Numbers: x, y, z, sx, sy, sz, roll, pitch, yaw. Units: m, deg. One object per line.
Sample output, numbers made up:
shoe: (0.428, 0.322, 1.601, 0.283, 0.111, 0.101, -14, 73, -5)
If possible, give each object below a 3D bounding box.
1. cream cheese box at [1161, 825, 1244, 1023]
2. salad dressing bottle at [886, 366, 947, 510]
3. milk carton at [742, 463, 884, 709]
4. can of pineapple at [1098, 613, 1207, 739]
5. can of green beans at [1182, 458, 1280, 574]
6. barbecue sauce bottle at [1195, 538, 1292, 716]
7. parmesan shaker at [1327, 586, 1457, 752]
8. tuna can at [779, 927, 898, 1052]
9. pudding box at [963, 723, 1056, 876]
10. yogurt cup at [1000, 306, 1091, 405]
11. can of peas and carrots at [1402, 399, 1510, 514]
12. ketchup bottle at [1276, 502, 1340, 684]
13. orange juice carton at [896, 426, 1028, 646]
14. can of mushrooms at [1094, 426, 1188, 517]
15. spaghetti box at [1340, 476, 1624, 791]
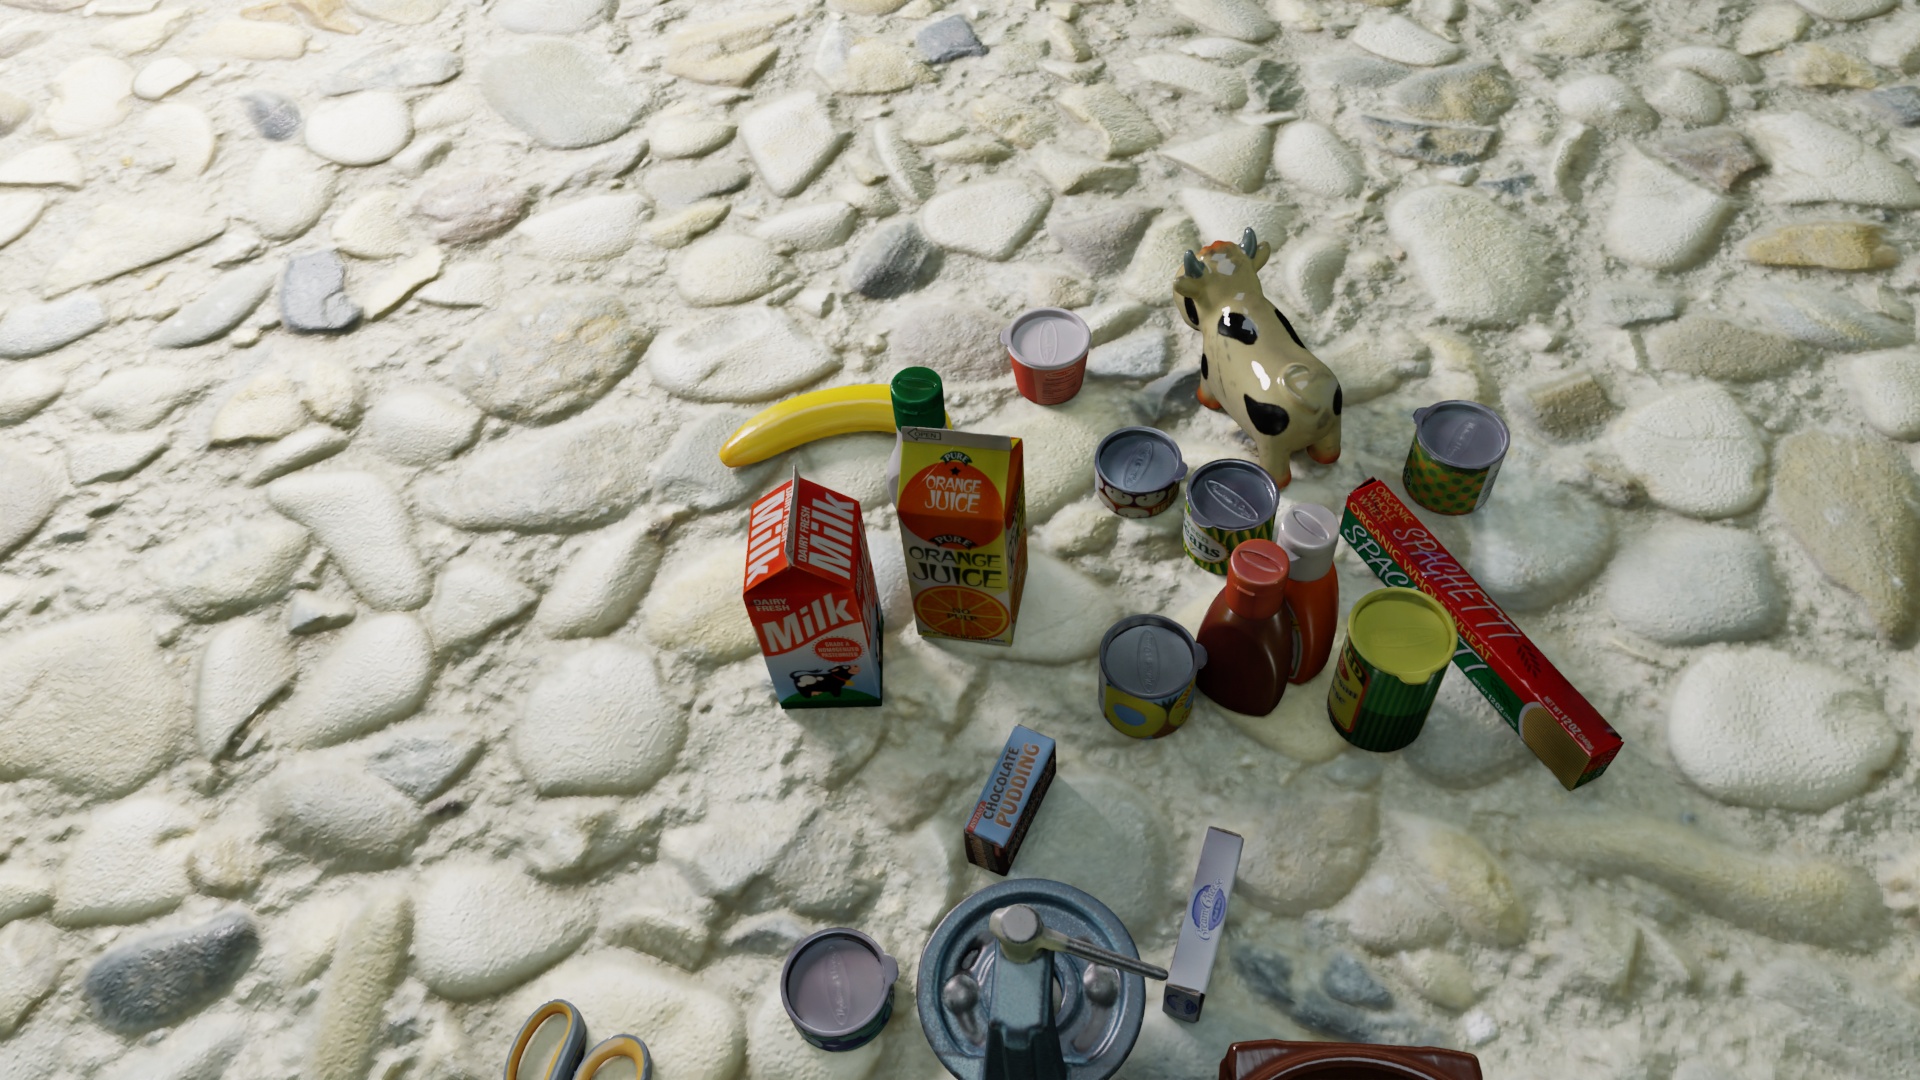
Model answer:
cream cheese box: (0.146, 0.231, 0.835, 0.024, 0.053, 0.104, 14, 56, 14)
salad dressing bottle: (-0.025, -0.064, 1.010, 0.064, 0.147, 0.044, 9, 55, 11)
milk carton: (-0.096, 0.035, 0.915, 0.073, 0.189, 0.073, -3, 53, 3)
can of pineapple: (0.128, 0.093, 0.937, 0.071, 0.057, 0.071, -2, 53, 3)
can of green beans: (0.196, -0.017, 1.014, 0.071, 0.057, 0.071, -2, 53, 3)
barbecue sauce bottle: (0.187, 0.057, 0.903, 0.065, 0.147, 0.044, 26, 59, 22)
parmesan shaker: (0.278, 0.088, 0.901, 0.071, 0.102, 0.071, -2, 53, 3)
tuna can: (-0.071, 0.270, 0.835, 0.071, 0.032, 0.071, -2, 53, 3)
pudding box: (0.033, 0.167, 0.894, 0.030, 0.049, 0.084, 19, 57, 18)
yogurt cup: (0.072, -0.147, 1.124, 0.072, 0.053, 0.073, -2, 53, 3)
can of peas and carrots: (0.366, -0.062, 1.035, 0.071, 0.058, 0.071, -2, 53, 3)
ketchup bottle: (0.222, 0.033, 0.918, 0.044, 0.148, 0.065, -35, 58, -20)
orange juice carton: (0.003, -0.012, 0.941, 0.072, 0.191, 0.073, 6, 54, 9)
can of mushrooms: (0.137, -0.051, 1.060, 0.071, 0.033, 0.071, -2, 53, 3)
spaghetti box: (0.347, 0.058, 0.951, 0.029, 0.050, 0.251, -25, 55, -13)
